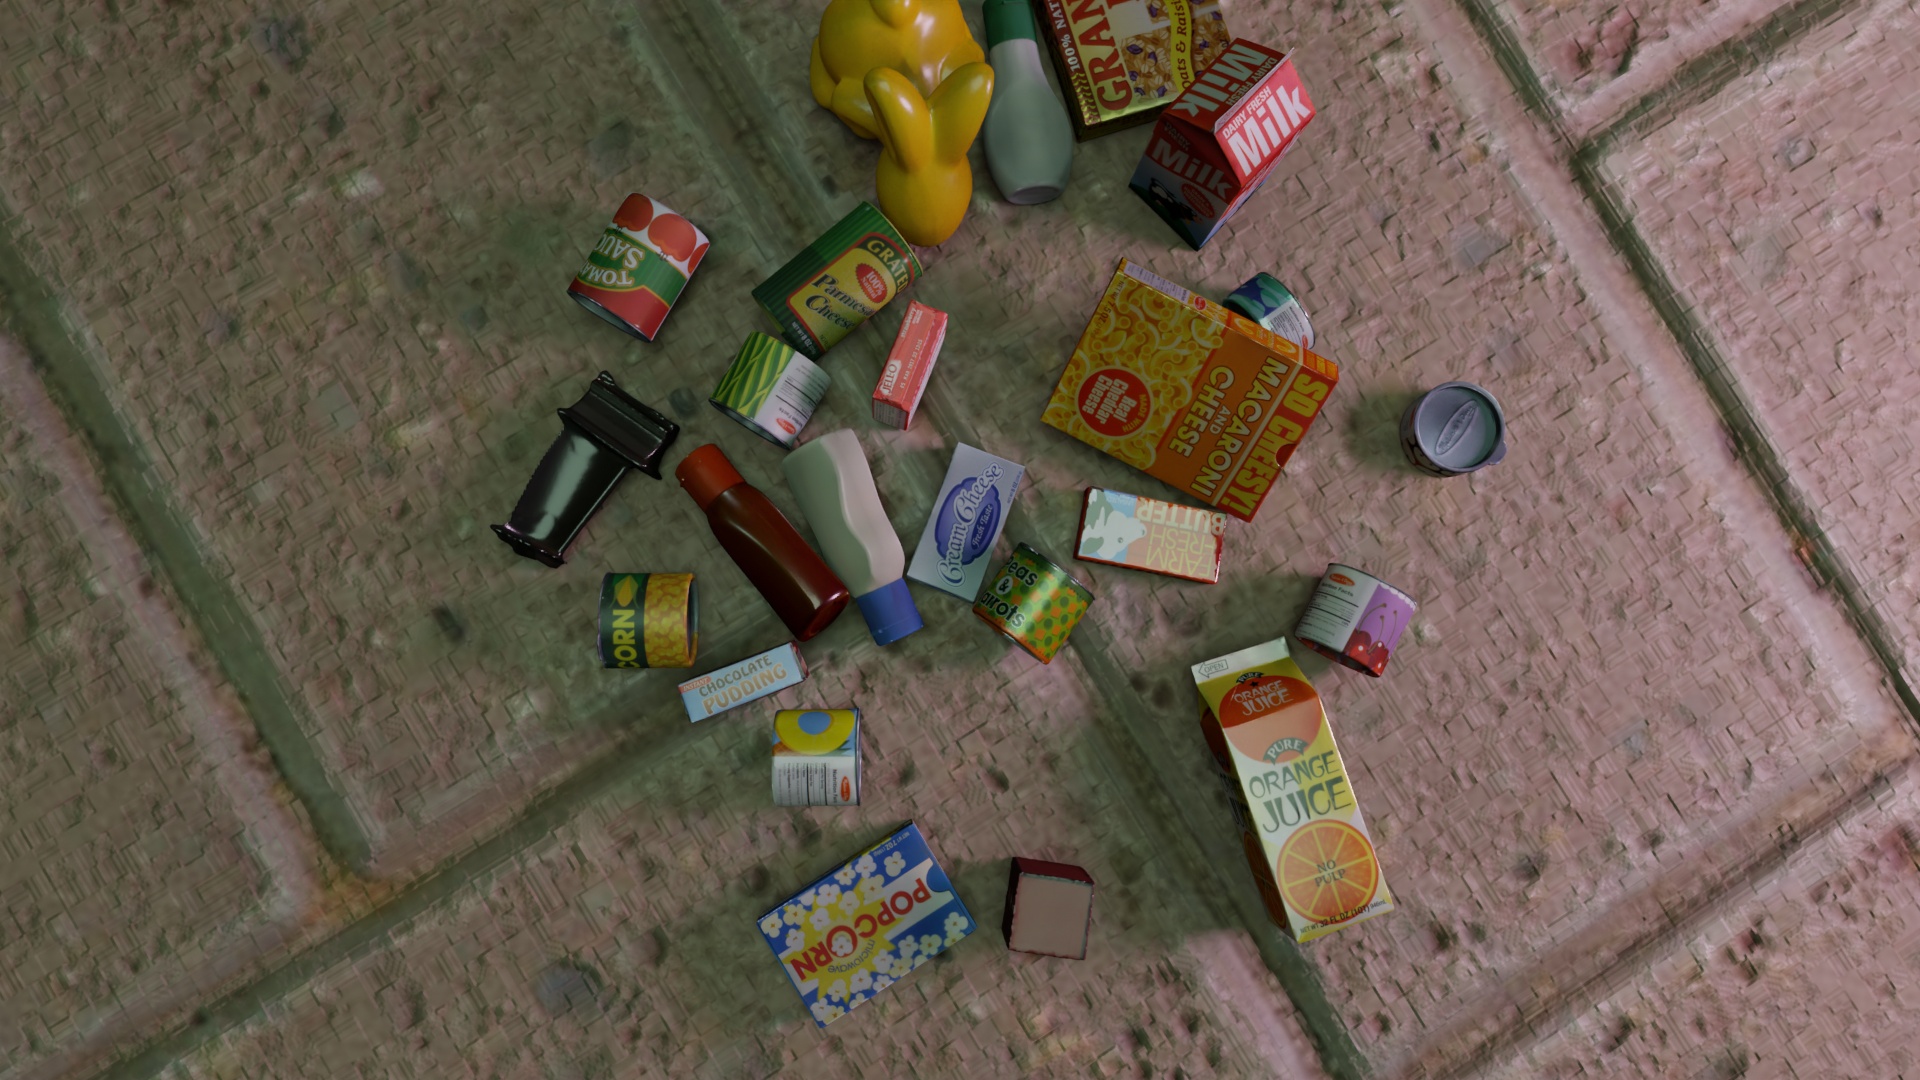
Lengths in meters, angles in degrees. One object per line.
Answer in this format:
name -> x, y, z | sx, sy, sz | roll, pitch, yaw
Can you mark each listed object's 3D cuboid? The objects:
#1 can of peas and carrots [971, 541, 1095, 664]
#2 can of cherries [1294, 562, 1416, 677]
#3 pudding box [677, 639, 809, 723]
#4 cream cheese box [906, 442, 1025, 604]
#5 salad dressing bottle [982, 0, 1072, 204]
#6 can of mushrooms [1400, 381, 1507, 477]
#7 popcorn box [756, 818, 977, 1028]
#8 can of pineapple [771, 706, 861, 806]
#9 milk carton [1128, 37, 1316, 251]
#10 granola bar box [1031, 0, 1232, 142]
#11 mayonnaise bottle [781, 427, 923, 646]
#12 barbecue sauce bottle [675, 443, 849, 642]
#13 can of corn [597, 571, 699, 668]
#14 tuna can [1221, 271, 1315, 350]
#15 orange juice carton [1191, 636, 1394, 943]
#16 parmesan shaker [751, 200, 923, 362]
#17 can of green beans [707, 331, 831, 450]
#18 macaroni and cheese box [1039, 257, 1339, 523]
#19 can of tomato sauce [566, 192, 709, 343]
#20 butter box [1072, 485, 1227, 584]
can of peas and carrots -> 0.049, 0.043, 0.959 | 0.071, 0.071, 0.059 | 36, 85, 1
can of cherries -> 0.277, 0.057, 0.971 | 0.071, 0.071, 0.058 | 28, 85, 0
pudding box -> -0.148, 0.096, 0.956 | 0.084, 0.049, 0.030 | -20, 88, -3
cream cheese box -> 0.004, -0.012, 0.985 | 0.053, 0.024, 0.104 | 21, 84, 1
salad dressing bottle -> 0.044, -0.320, 1.004 | 0.064, 0.044, 0.147 | -7, 84, -4
can of mushrooms -> 0.356, -0.078, 1.001 | 0.071, 0.033, 0.071 | 0, 85, -3
popcorn box -> -0.064, 0.261, 0.951 | 0.127, 0.038, 0.085 | -32, 86, -4
can of pineapple -> -0.097, 0.147, 0.947 | 0.058, 0.071, 0.071 | 0, 85, -2
milk carton -> 0.175, -0.267, 0.931 | 0.073, 0.190, 0.072 | 44, 85, 2
granola bar box -> 0.120, -0.389, 1.015 | 0.124, 0.039, 0.165 | -17, 86, -4
mayonnaise bottle -> -0.071, -0.001, 0.964 | 0.041, 0.064, 0.148 | -24, 90, -40
barbecue sauce bottle -> -0.139, -0.001, 0.961 | 0.044, 0.064, 0.148 | -35, 78, -29
can of corn -> -0.212, 0.056, 0.947 | 0.058, 0.071, 0.071 | 0, 85, -3
tuna can -> 0.217, -0.155, 0.987 | 0.033, 0.071, 0.071 | -36, 88, -3
orange juice carton -> 0.222, 0.167, 0.954 | 0.072, 0.073, 0.192 | -18, 86, -4
parmesan shaker -> -0.085, -0.178, 0.976 | 0.103, 0.071, 0.071 | -40, 88, -4
can of green beans -> -0.132, -0.104, 0.966 | 0.071, 0.071, 0.058 | 31, 84, 0
macaroni and cheese box -> 0.157, -0.102, 0.962 | 0.166, 0.040, 0.123 | 27, 119, 0
can of tomato sauce -> -0.225, -0.191, 0.968 | 0.071, 0.071, 0.083 | 30, 84, 0
butter box -> 0.135, -0.003, 0.989 | 0.103, 0.024, 0.053 | 11, 84, -1
